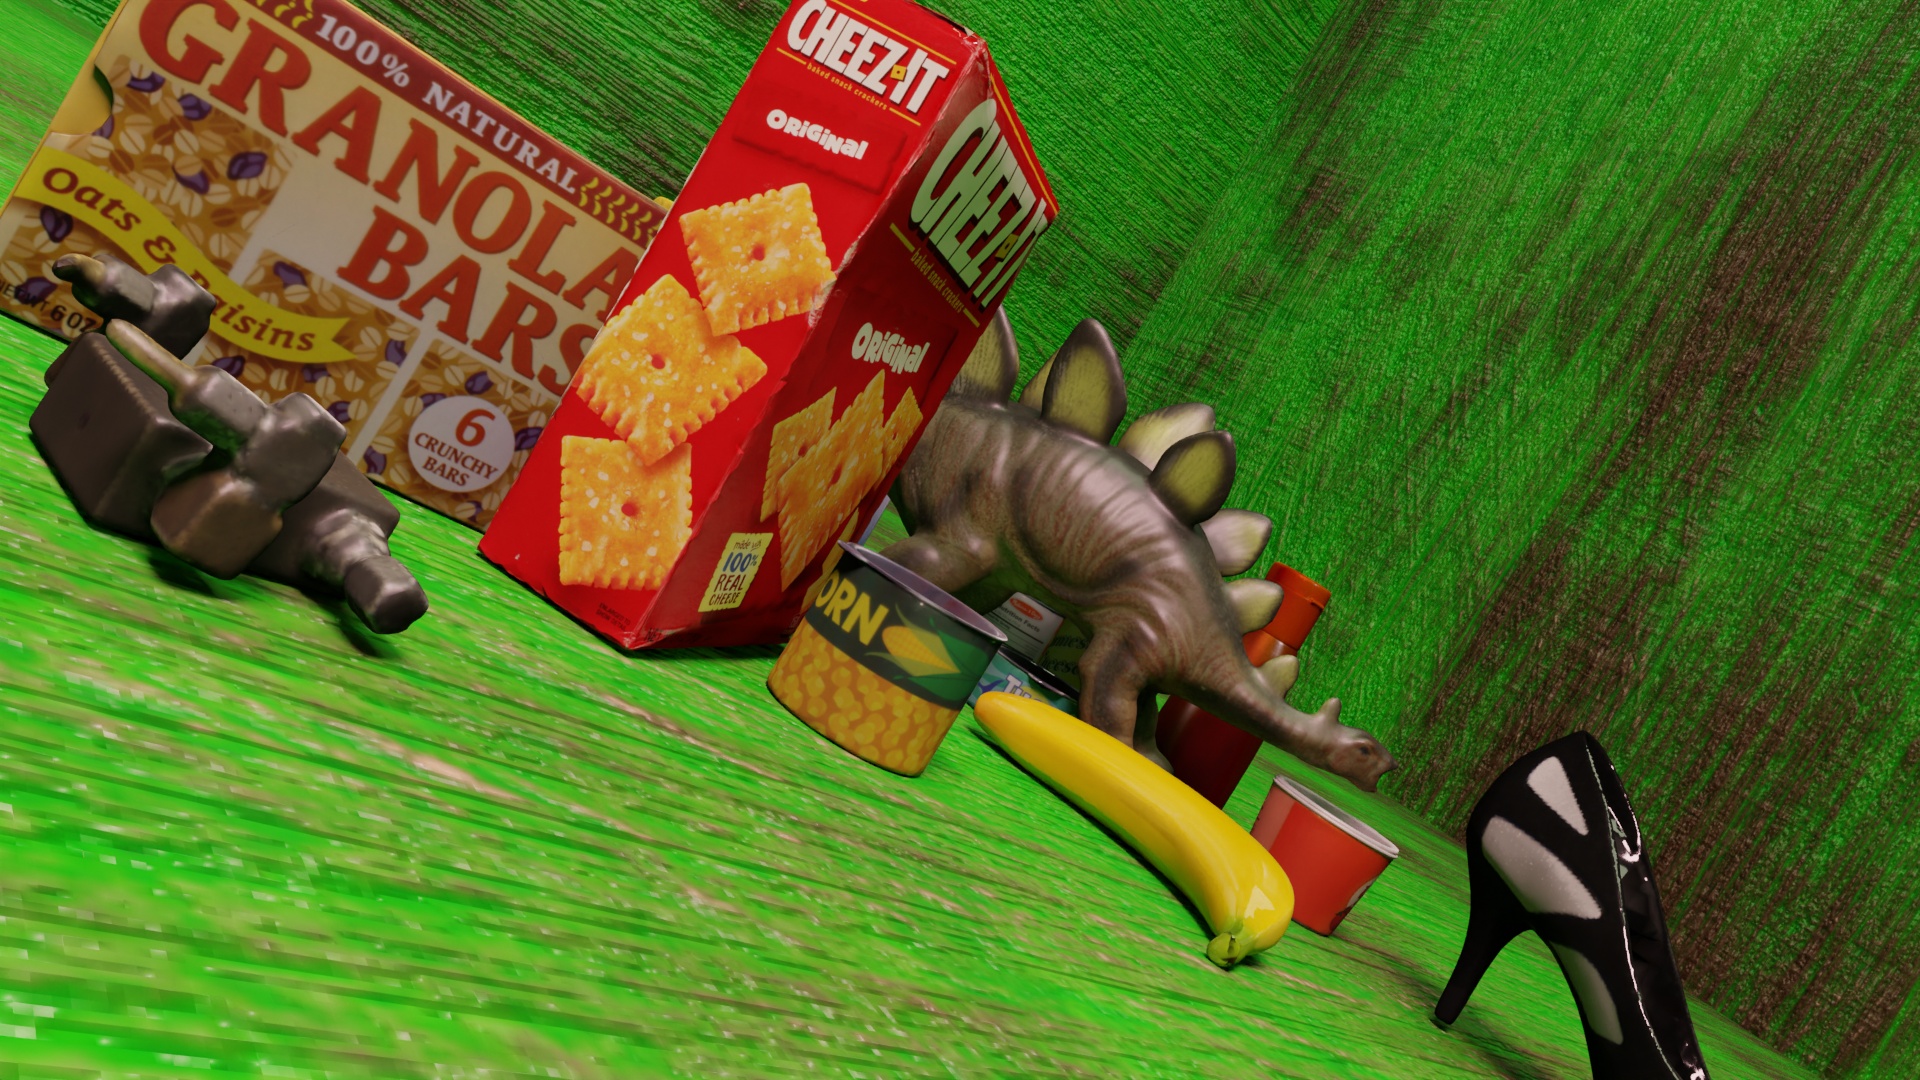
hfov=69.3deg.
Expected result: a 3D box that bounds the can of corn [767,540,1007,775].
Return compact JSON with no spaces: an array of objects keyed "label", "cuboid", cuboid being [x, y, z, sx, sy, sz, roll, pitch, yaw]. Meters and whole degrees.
[{"label":"can of corn","cuboid":[-0.028,0.041,0.491,0.071,0.058,0.071,31,2,-1]}]

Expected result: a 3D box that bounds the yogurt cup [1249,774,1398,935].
[{"label":"yogurt cup","cuboid":[0.170,0.155,0.677,0.072,0.054,0.072,31,2,-1]}]

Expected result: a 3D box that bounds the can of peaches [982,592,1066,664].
[{"label":"can of peaches","cuboid":[0.030,0.057,0.869,0.071,0.058,0.071,31,2,-1]}]

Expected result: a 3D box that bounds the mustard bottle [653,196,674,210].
[{"label":"mustard bottle","cuboid":[-0.123,-0.079,0.534,0.065,0.160,0.049,31,2,-22]}]

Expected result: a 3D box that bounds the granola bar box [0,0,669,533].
[{"label":"granola bar box","cuboid":[-0.186,-0.090,0.428,0.165,0.124,0.039,30,2,-33]}]

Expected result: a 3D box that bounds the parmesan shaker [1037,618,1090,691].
[{"label":"parmesan shaker","cuboid":[0.087,0.069,0.809,0.071,0.103,0.071,31,2,-1]}]

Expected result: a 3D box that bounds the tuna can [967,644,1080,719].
[{"label":"tuna can","cuboid":[0.036,0.083,0.717,0.071,0.033,0.071,31,2,-1]}]

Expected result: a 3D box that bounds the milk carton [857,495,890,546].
[{"label":"milk carton","cuboid":[-0.058,-0.076,0.908,0.072,0.190,0.073,31,2,-4]}]

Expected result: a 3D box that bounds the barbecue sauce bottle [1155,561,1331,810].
[{"label":"barbecue sauce bottle","cuboid":[0.152,0.084,0.772,0.065,0.148,0.044,30,2,-36]}]
